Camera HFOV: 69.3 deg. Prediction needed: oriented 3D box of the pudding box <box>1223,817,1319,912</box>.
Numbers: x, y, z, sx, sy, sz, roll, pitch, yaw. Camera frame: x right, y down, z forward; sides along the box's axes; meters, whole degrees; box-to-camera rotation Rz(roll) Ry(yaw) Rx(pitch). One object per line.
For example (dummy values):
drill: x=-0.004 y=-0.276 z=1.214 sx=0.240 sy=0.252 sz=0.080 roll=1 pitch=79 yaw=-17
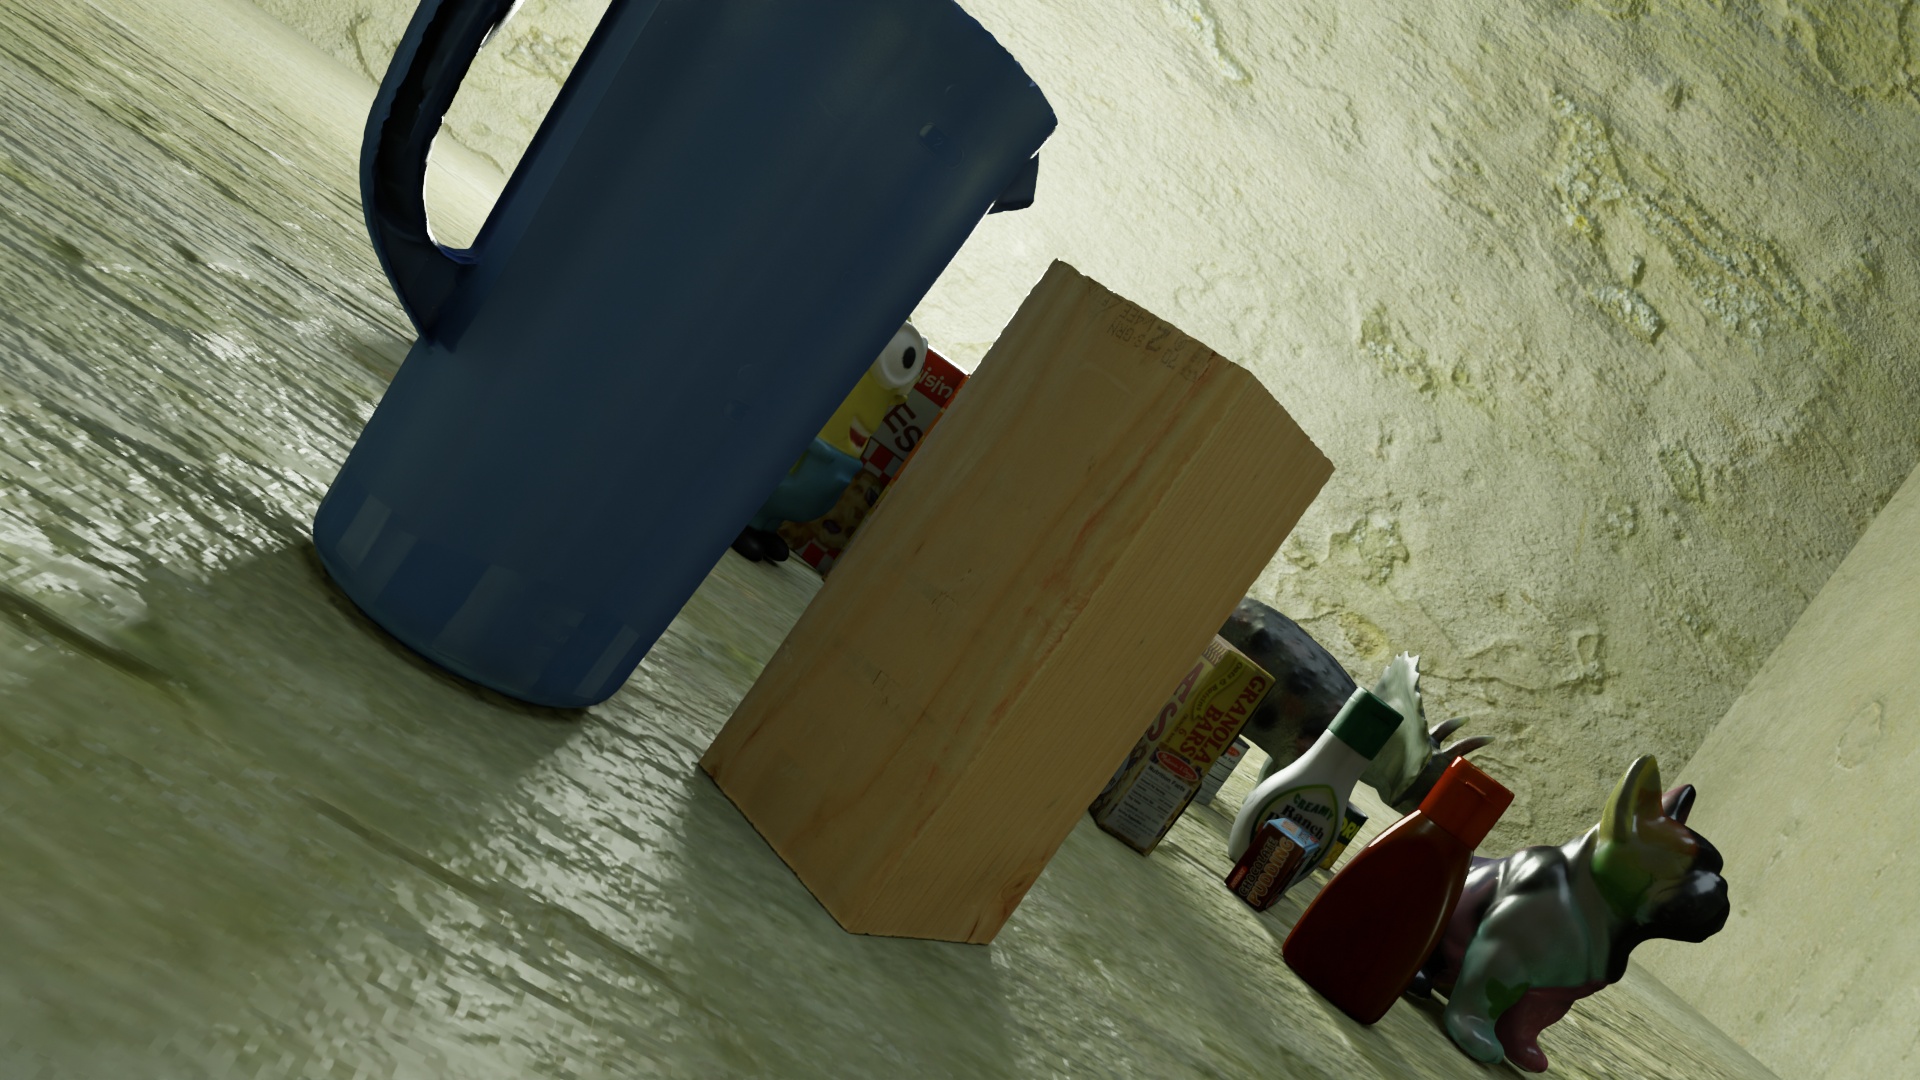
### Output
pudding box: x=0.199 y=0.204 z=0.879 sx=0.030 sy=0.049 sz=0.083 roll=37 pitch=5 yaw=22

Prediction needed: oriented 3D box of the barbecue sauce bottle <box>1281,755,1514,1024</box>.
barbecue sauce bottle: x=0.243 y=0.187 z=0.759 sx=0.065 sy=0.148 sz=0.043 roll=37 pitch=5 yaw=24

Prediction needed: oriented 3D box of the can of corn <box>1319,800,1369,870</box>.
can of corn: x=0.310 y=0.244 z=1.202 sx=0.071 sy=0.058 sz=0.071 roll=35 pitch=5 yaw=-3

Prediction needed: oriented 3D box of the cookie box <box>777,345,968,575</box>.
cookie box: x=-0.080 y=-0.073 z=0.959 sx=0.123 sy=0.167 sz=0.040 roll=37 pitch=4 yaw=19

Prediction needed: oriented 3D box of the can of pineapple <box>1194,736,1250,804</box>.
can of pineapple: x=0.185 y=0.166 z=1.101 sx=0.071 sy=0.058 sz=0.071 roll=35 pitch=5 yaw=-3

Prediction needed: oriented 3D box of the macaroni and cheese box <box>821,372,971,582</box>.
macaroni and cheese box: x=0.003 y=-0.012 z=0.935 sx=0.123 sy=0.166 sz=0.040 roll=31 pitch=6 yaw=-45

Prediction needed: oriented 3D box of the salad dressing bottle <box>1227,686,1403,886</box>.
salad dressing bottle: x=0.243 y=0.168 z=0.945 sx=0.064 sy=0.147 sz=0.044 roll=35 pitch=4 yaw=-2

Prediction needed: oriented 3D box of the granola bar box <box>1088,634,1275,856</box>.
granola bar box: x=0.116 y=0.103 z=0.847 sx=0.039 sy=0.124 sz=0.166 roll=34 pitch=5 yaw=-13
